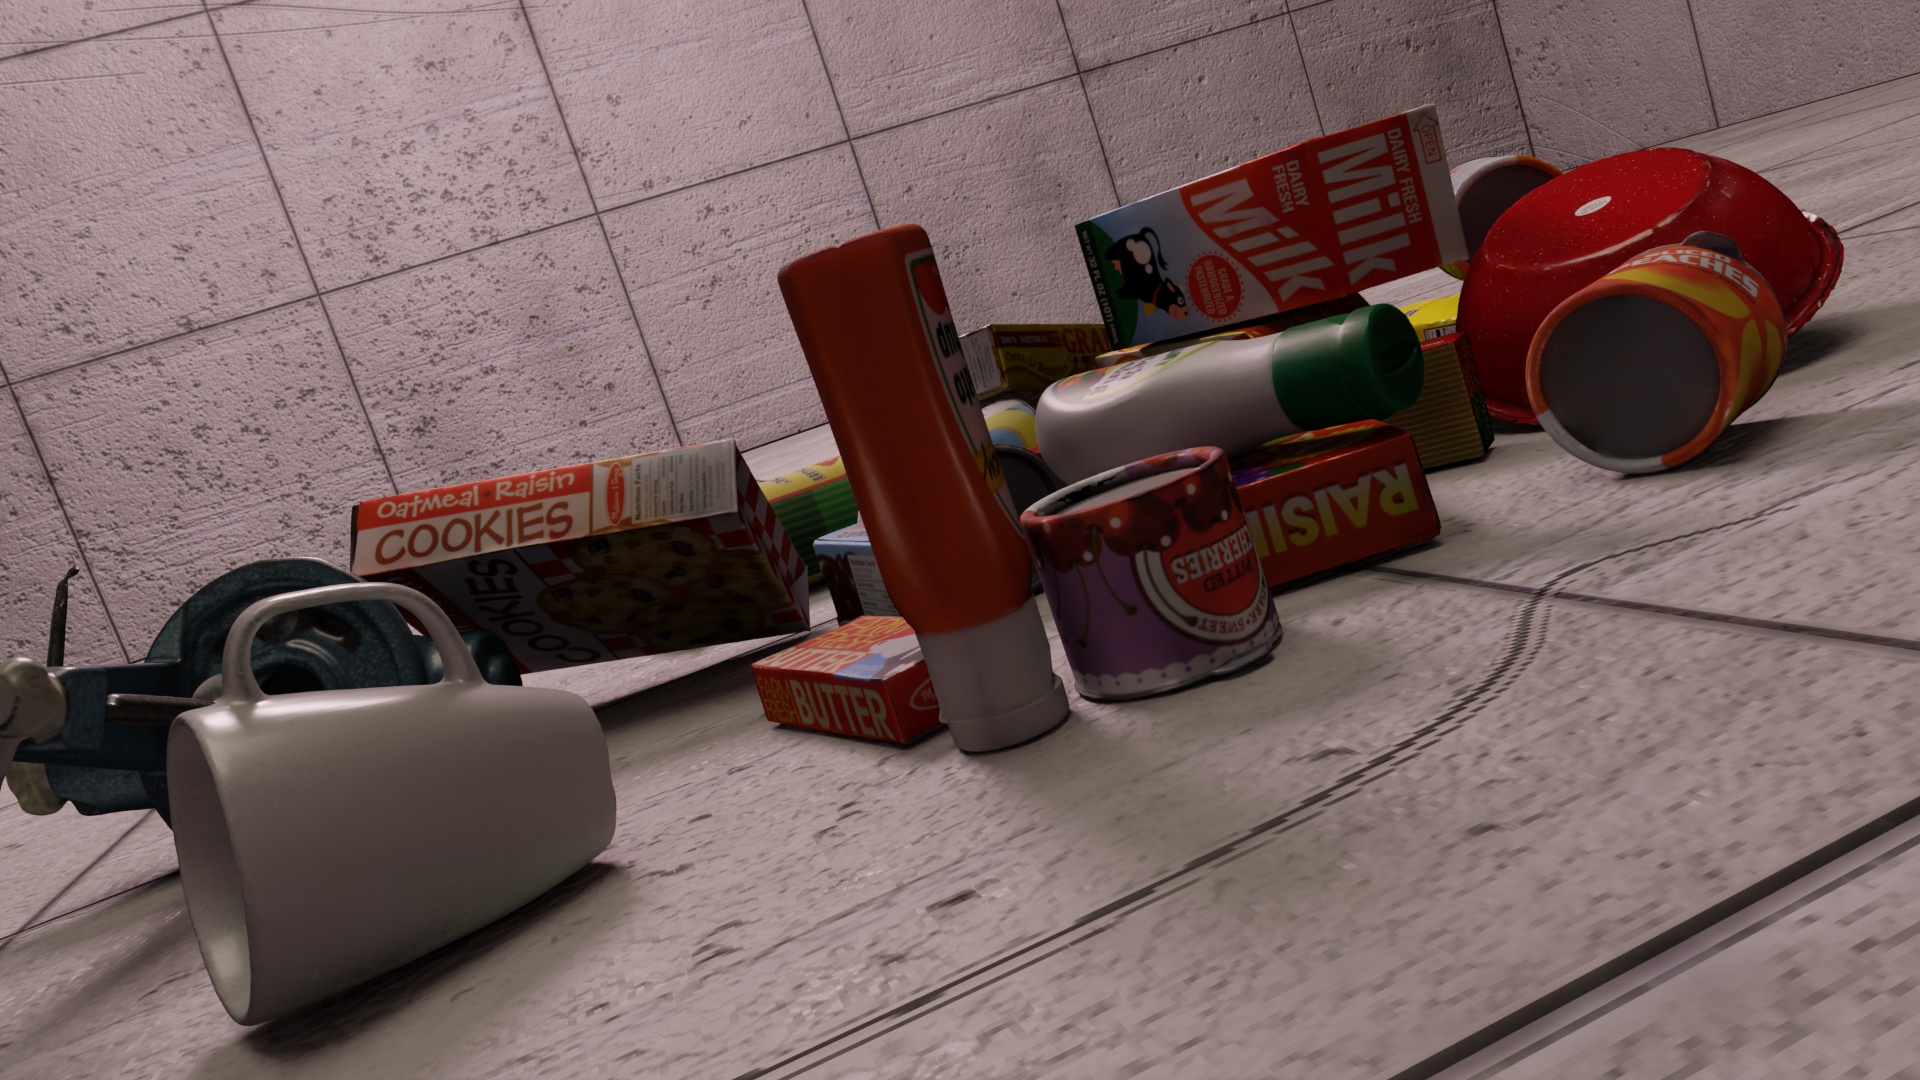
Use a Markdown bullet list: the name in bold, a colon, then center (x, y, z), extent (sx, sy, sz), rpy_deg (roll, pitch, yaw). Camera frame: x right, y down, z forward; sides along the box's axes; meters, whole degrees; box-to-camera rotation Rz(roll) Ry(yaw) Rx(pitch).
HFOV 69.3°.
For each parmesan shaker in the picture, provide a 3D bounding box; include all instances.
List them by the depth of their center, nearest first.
- **parmesan shaker**: center (-0.080, -0.010, 0.792), extent (0.103, 0.071, 0.071), rpy_deg (-20, 9, -10)

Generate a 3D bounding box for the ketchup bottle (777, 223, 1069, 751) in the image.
- **ketchup bottle**: center (-0.008, -0.014, 0.400), extent (0.043, 0.148, 0.065), rpy_deg (-17, 9, 7)

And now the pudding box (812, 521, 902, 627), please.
- **pudding box**: center (-0.028, 0.018, 0.567), extent (0.030, 0.049, 0.083), rpy_deg (-21, 9, -24)

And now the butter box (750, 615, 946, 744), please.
- **butter box**: center (-0.027, 0.046, 0.479), extent (0.053, 0.024, 0.103), rpy_deg (-23, 10, -32)

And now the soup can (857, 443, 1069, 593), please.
- **soup can**: center (0.002, -0.008, 0.612), extent (0.071, 0.071, 0.083), rpy_deg (-22, 9, -25)

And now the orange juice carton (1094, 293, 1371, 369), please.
- **orange juice carton**: center (0.152, -0.078, 0.716), extent (0.072, 0.073, 0.192), rpy_deg (-21, 10, -21)

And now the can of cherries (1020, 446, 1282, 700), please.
- **can of cherries**: center (0.059, 0.008, 0.421), extent (0.071, 0.058, 0.071), rpy_deg (-18, 8, 3)

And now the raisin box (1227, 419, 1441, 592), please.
- **raisin box**: center (0.115, -0.015, 0.516), extent (0.086, 0.040, 0.123), rpy_deg (-17, 8, 5)

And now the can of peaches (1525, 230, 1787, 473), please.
- **can of peaches**: center (0.234, -0.064, 0.468), extent (0.058, 0.071, 0.071), rpy_deg (-27, 12, -41)

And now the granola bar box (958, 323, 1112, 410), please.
- **granola bar box**: center (0.025, -0.095, 0.835), extent (0.124, 0.039, 0.166), rpy_deg (-14, -2, 39)

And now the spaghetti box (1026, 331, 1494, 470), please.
- **spaghetti box**: center (0.105, -0.035, 0.623), extent (0.249, 0.050, 0.029), rpy_deg (-13, 9, 30)

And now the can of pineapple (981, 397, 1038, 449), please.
- **can of pineapple**: center (0.016, -0.033, 0.737), extent (0.058, 0.071, 0.071), rpy_deg (-30, 13, -25)

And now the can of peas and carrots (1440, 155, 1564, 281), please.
- **can of peas and carrots**: center (0.276, -0.161, 0.708), extent (0.071, 0.071, 0.059), rpy_deg (-17, 11, 11)

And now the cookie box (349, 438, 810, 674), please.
- **cookie box**: center (-0.165, 0.013, 0.627), extent (0.167, 0.040, 0.122), rpy_deg (-9, -28, 5)

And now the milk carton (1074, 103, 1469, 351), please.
- **milk carton**: center (0.153, -0.149, 0.672), extent (0.074, 0.072, 0.190), rpy_deg (-24, 12, -37)

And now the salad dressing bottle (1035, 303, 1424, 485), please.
- **salad dressing bottle**: center (0.094, -0.052, 0.507), extent (0.147, 0.044, 0.064), rpy_deg (-10, 14, 47)
